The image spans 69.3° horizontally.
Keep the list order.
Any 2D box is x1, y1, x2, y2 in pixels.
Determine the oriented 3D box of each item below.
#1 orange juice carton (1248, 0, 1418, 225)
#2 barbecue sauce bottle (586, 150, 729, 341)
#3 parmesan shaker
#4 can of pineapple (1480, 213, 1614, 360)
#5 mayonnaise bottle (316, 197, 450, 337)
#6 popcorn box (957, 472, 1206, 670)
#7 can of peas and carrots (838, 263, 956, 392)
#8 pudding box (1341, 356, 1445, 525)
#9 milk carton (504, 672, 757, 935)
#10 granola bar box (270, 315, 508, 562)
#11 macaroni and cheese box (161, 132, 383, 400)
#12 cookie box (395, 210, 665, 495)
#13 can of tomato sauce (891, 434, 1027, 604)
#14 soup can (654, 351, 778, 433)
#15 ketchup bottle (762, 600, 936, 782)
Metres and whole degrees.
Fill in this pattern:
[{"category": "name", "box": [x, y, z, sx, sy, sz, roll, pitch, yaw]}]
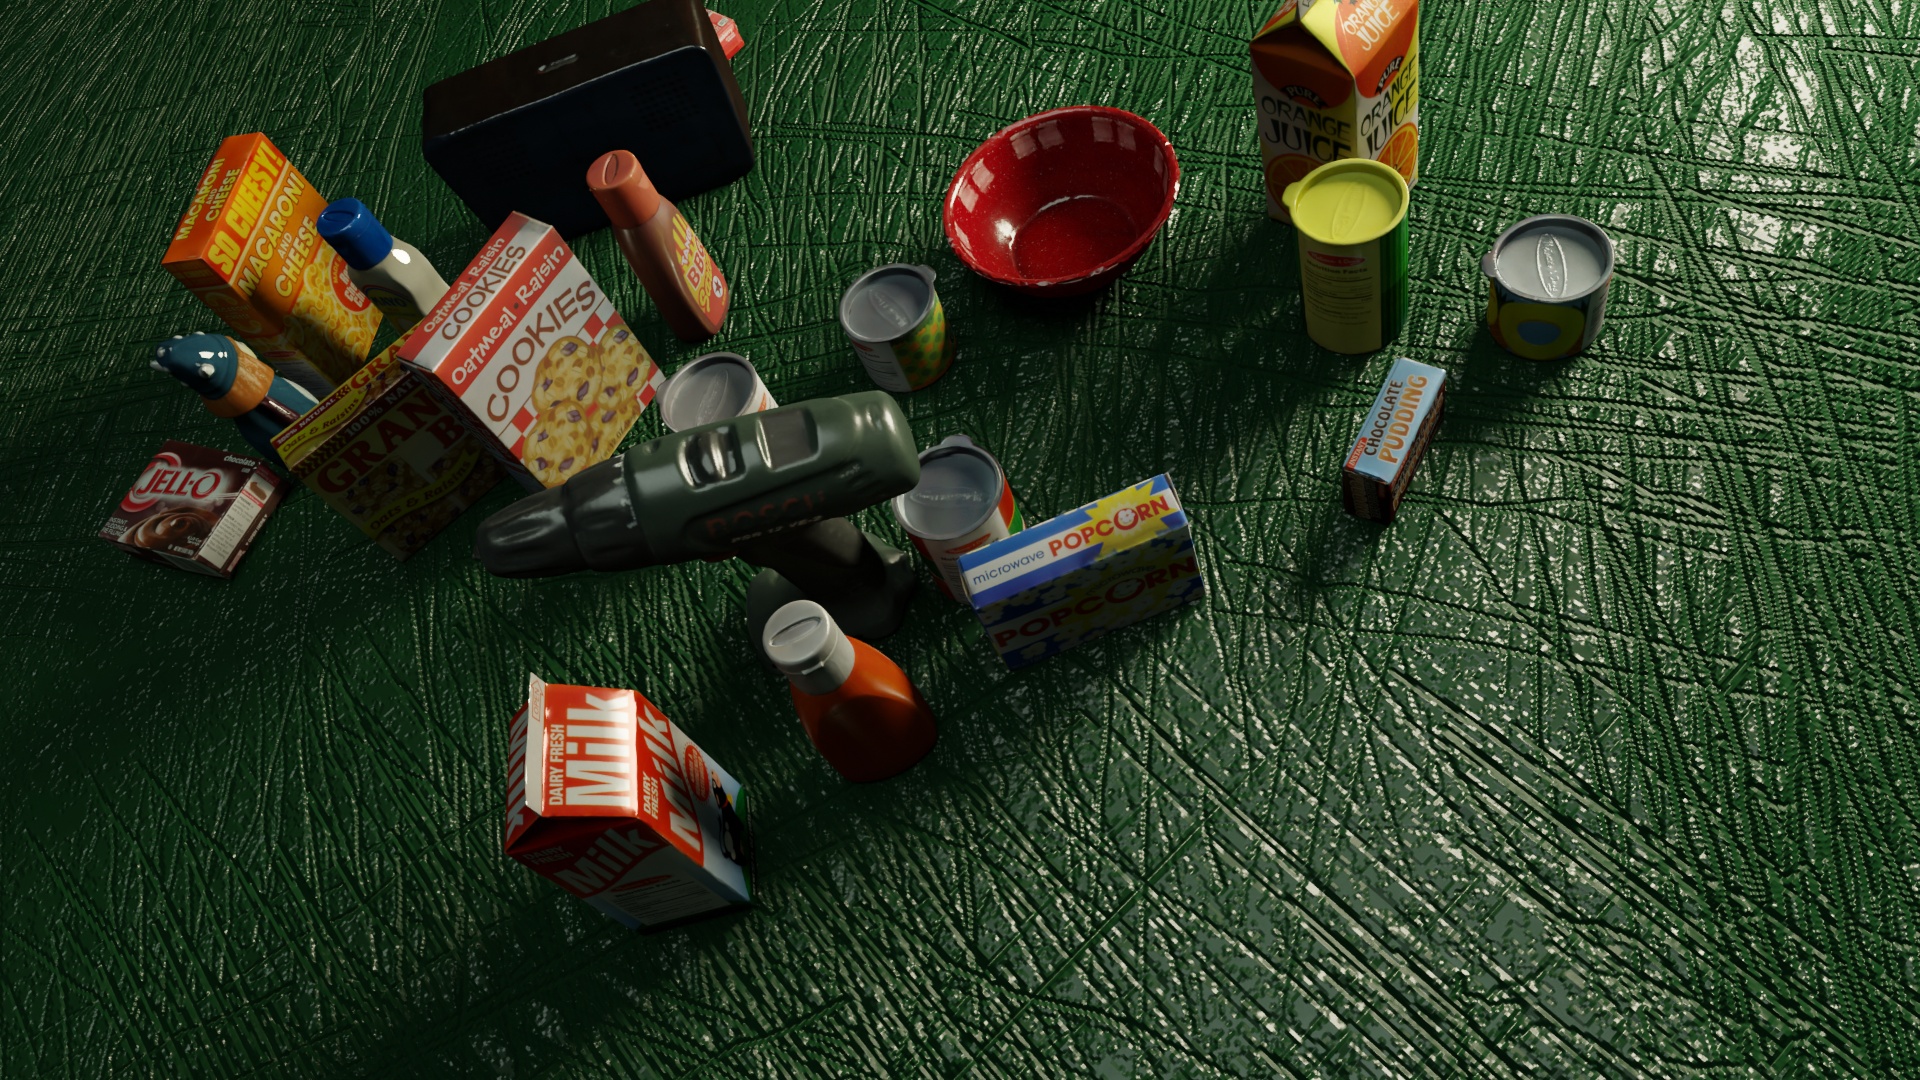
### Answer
[{"category": "orange juice carton", "box": [0.230, -0.274, 0.846, 0.073, 0.192, 0.072, 31, 73, 30]}, {"category": "barbecue sauce bottle", "box": [-0.210, -0.207, 0.971, 0.043, 0.148, 0.065, -8, 58, 13]}, {"category": "parmesan shaker", "box": [0.233, -0.170, 0.836, 0.071, 0.102, 0.071, -8, 58, 13]}, {"category": "can of pineapple", "box": [0.343, -0.148, 0.816, 0.071, 0.057, 0.071, -8, 58, 13]}, {"category": "mayonnaise bottle", "box": [-0.413, -0.189, 1.023, 0.065, 0.147, 0.041, 6, 62, 21]}, {"category": "popcorn box", "box": [0.070, 0.020, 0.783, 0.127, 0.085, 0.038, -22, 56, 4]}, {"category": "can of peas and carrots", "box": [-0.039, -0.144, 0.933, 0.071, 0.058, 0.071, -8, 58, 13]}, {"category": "pudding box", "box": [0.248, -0.057, 0.795, 0.030, 0.049, 0.084, 21, 68, 27]}, {"category": "milk carton", "box": [-0.177, 0.139, 0.724, 0.073, 0.189, 0.072, -16, 57, 8]}, {"category": "granola bar box", "box": [-0.362, -0.079, 0.955, 0.166, 0.123, 0.039, -42, 57, -10]}, {"category": "macaroni and cheese box", "box": [-0.510, -0.203, 1.052, 0.040, 0.165, 0.124, -3, 59, 16]}, {"category": "cookie box", "box": [-0.280, -0.115, 0.925, 0.040, 0.166, 0.123, 21, 68, 27]}, {"category": "can of tomato sauce", "box": [0.003, -0.010, 0.823, 0.071, 0.082, 0.071, -8, 58, 13]}, {"category": "soup can", "box": [-0.151, -0.073, 0.909, 0.071, 0.083, 0.071, -8, 58, 13]}, {"category": "ketchup bottle", "box": [-0.062, 0.082, 0.748, 0.065, 0.148, 0.044, -26, 56, 1]}]
